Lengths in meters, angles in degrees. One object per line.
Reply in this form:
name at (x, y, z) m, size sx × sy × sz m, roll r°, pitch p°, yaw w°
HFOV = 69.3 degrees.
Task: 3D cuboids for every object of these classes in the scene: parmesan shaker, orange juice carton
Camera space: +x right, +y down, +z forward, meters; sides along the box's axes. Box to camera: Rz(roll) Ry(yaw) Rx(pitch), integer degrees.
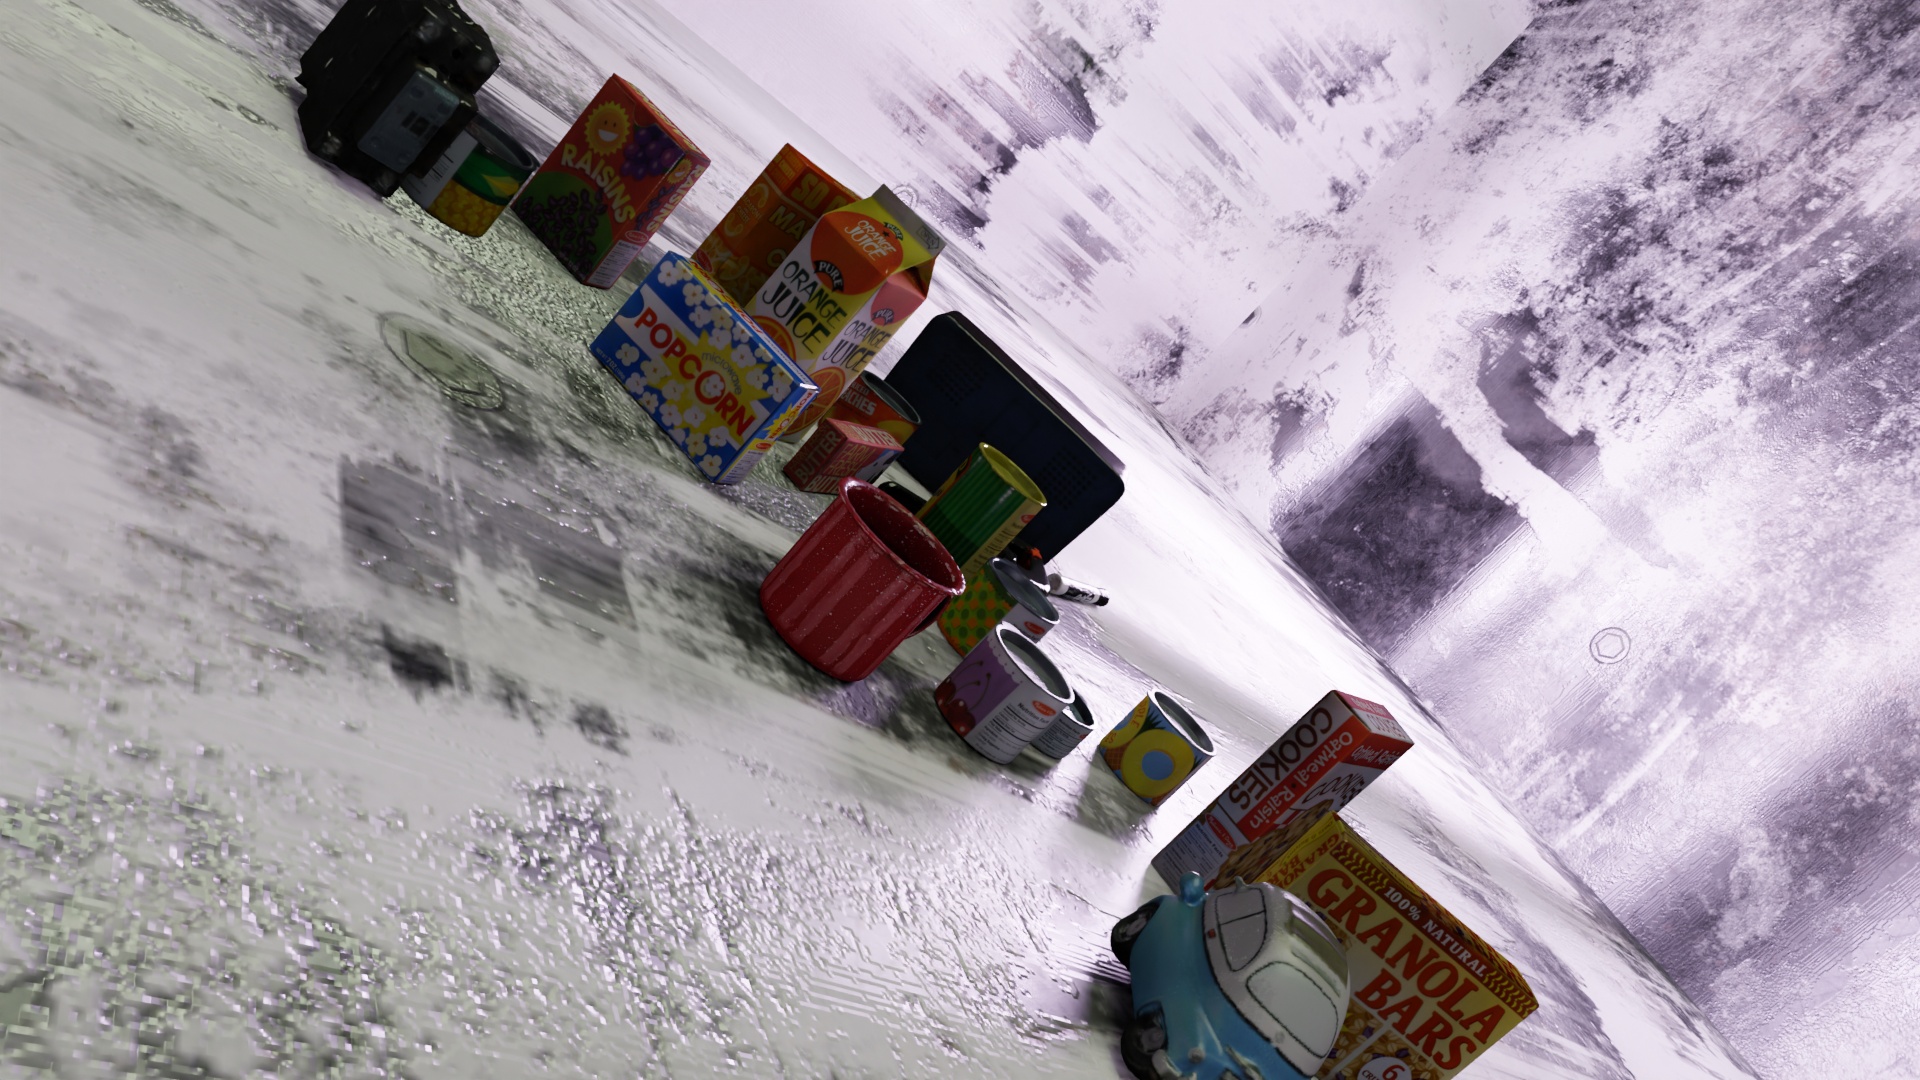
parmesan shaker at (0.004, -0.013, 1.020) m, size 0.071 × 0.103 × 0.071 m, roll 40°, pitch 14°, yaw -12°
orange juice carton at (-0.096, -0.166, 1.009) m, size 0.072 × 0.192 × 0.073 m, roll 47°, pitch 14°, yaw 17°

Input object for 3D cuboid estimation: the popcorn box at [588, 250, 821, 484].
popcorn box at (-0.162, -0.109, 0.881) m, size 0.127 × 0.085 × 0.038 m, roll 46°, pitch 14°, yaw 11°

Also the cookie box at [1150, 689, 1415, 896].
cookie box at (0.218, 0.173, 0.932) m, size 0.040 × 0.167 × 0.123 m, roll 51°, pitch 15°, yaw 28°

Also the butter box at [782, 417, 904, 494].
butter box at (-0.084, -0.060, 1.019) m, size 0.024 × 0.053 × 0.103 m, roll 47°, pitch 14°, yaw 15°

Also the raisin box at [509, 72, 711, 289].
raisin box at (-0.250, -0.254, 0.989) m, size 0.086 × 0.123 × 0.040 m, roll 46°, pitch 14°, yaw 13°

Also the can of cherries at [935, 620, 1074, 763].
can of cherries at (0.026, 0.094, 0.860) m, size 0.071 × 0.058 × 0.072 m, roll 40°, pitch 14°, yaw -12°

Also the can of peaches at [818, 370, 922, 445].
can of peaches at (-0.076, -0.099, 1.146) m, size 0.071 × 0.058 × 0.071 m, roll 40°, pitch 14°, yaw -12°

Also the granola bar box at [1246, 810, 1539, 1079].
granola bar box at (0.237, 0.257, 0.825) m, size 0.165 × 0.124 × 0.039 m, roll 41°, pitch 14°, yaw -11°

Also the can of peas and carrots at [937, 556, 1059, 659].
can of peas and carrots at (0.025, 0.053, 0.977) m, size 0.071 × 0.058 × 0.071 m, roll 40°, pitch 14°, yaw -12°

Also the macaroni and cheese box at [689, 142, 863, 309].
macaroni and cheese box at (-0.138, -0.203, 1.058) m, size 0.123 × 0.166 × 0.040 m, roll 27°, pitch 21°, yaw -50°

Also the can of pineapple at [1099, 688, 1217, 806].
can of pineapple at (0.143, 0.150, 1.018) m, size 0.071 × 0.057 × 0.071 m, roll 40°, pitch 14°, yaw -12°

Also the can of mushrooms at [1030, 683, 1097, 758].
can of mushrooms at (0.057, 0.112, 0.944) m, size 0.071 × 0.033 × 0.071 m, roll 40°, pitch 14°, yaw -12°

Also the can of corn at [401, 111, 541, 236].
can of corn at (-0.315, -0.237, 0.892) m, size 0.071 × 0.058 × 0.071 m, roll 40°, pitch 14°, yaw -12°
